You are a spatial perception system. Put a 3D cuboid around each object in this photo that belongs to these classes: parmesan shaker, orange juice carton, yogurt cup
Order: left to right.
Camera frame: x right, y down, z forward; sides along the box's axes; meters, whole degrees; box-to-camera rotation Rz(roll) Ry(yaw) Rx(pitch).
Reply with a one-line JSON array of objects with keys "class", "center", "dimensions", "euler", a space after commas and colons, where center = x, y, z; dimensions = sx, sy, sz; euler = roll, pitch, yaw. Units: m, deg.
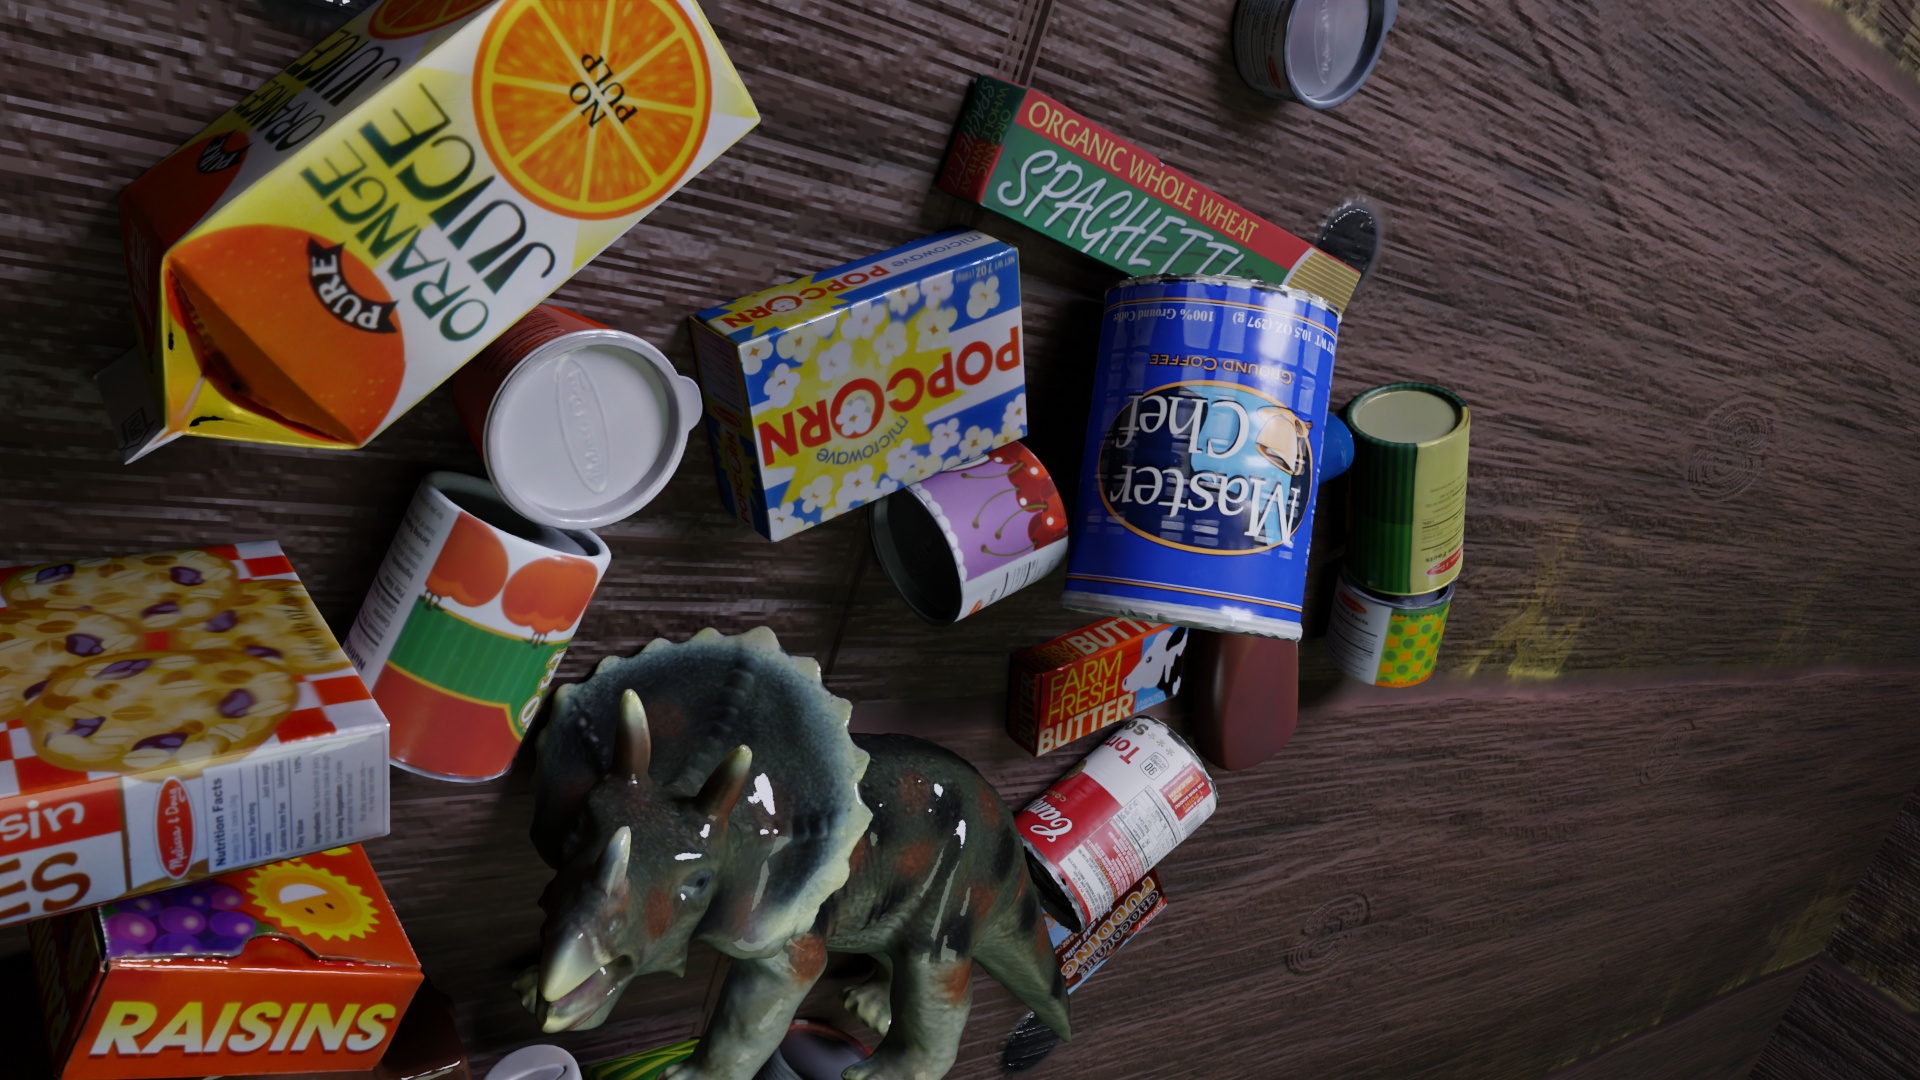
[{"class": "orange juice carton", "center": [-0.159, -0.097, 0.391], "dimensions": [0.193, 0.072, 0.072], "euler": [-43, 134, -12]}, {"class": "yogurt cup", "center": [-0.132, -0.044, 0.458], "dimensions": [0.072, 0.054, 0.072], "euler": [-20, 126, -30]}, {"class": "parmesan shaker", "center": [0.251, -0.031, 0.780], "dimensions": [0.071, 0.071, 0.102], "euler": [-30, 130, -24]}]

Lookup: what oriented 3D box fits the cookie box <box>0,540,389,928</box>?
[{"class": "cookie box", "center": [-0.253, 0.051, 0.361], "dimensions": [0.168, 0.123, 0.040], "euler": [-8, 119, -37]}]

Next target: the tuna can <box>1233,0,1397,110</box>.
[{"class": "tuna can", "center": [0.155, -0.226, 0.608], "dimensions": [0.071, 0.033, 0.070], "euler": [-20, 126, -30]}]

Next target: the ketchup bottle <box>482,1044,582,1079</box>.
[{"class": "ketchup bottle", "center": [-0.155, 0.261, 0.543], "dimensions": [0.065, 0.043, 0.148], "euler": [-17, 122, -24]}]

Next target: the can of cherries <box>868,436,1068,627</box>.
[{"class": "can of cherries", "center": [0.002, -0.007, 0.586], "dimensions": [0.058, 0.071, 0.071], "euler": [-25, 128, -27]}]

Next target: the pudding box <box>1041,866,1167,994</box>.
[{"class": "pudding box", "center": [0.077, 0.217, 0.803], "dimensions": [0.084, 0.030, 0.049], "euler": [-36, 134, -18]}]

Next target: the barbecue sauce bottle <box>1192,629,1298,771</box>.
[{"class": "barbecue sauce bottle", "center": [0.158, 0.056, 0.769], "dimensions": [0.065, 0.044, 0.147], "euler": [-28, 129, -26]}]

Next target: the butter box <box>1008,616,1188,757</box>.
[{"class": "butter box", "center": [0.072, 0.070, 0.717], "dimensions": [0.104, 0.024, 0.052], "euler": [-18, 125, -32]}]

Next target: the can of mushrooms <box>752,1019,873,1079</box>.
[{"class": "can of mushrooms", "center": [-0.069, 0.270, 0.687], "dimensions": [0.071, 0.071, 0.033], "euler": [18, 101, -44]}]

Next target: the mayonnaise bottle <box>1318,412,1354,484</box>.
[{"class": "mayonnaise bottle", "center": [0.137, -0.027, 0.705], "dimensions": [0.149, 0.041, 0.064], "euler": [-23, 122, -30]}]

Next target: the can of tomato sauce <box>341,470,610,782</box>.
[{"class": "can of tomato sauce", "center": [-0.163, 0.028, 0.465], "dimensions": [0.071, 0.071, 0.083], "euler": [21, 99, -45]}]

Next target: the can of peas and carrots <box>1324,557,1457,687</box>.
[{"class": "can of peas and carrots", "center": [0.256, 0.045, 0.828], "dimensions": [0.071, 0.071, 0.058], "euler": [-19, 126, -31]}]

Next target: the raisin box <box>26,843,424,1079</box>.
[{"class": "raisin box", "center": [-0.225, 0.104, 0.416], "dimensions": [0.086, 0.123, 0.040], "euler": [20, 101, -44]}]

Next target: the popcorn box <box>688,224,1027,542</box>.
[{"class": "popcorn box", "center": [-0.034, -0.063, 0.540], "dimensions": [0.127, 0.038, 0.084], "euler": [-25, 129, -27]}]

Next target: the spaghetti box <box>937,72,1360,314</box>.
[{"class": "spaghetti box", "center": [0.094, -0.134, 0.613], "dimensions": [0.250, 0.029, 0.050], "euler": [12, 105, -44]}]

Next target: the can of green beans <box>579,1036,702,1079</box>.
[{"class": "can of green beans", "center": [-0.139, 0.263, 0.623], "dimensions": [0.058, 0.071, 0.071], "euler": [1, 114, -40]}]
